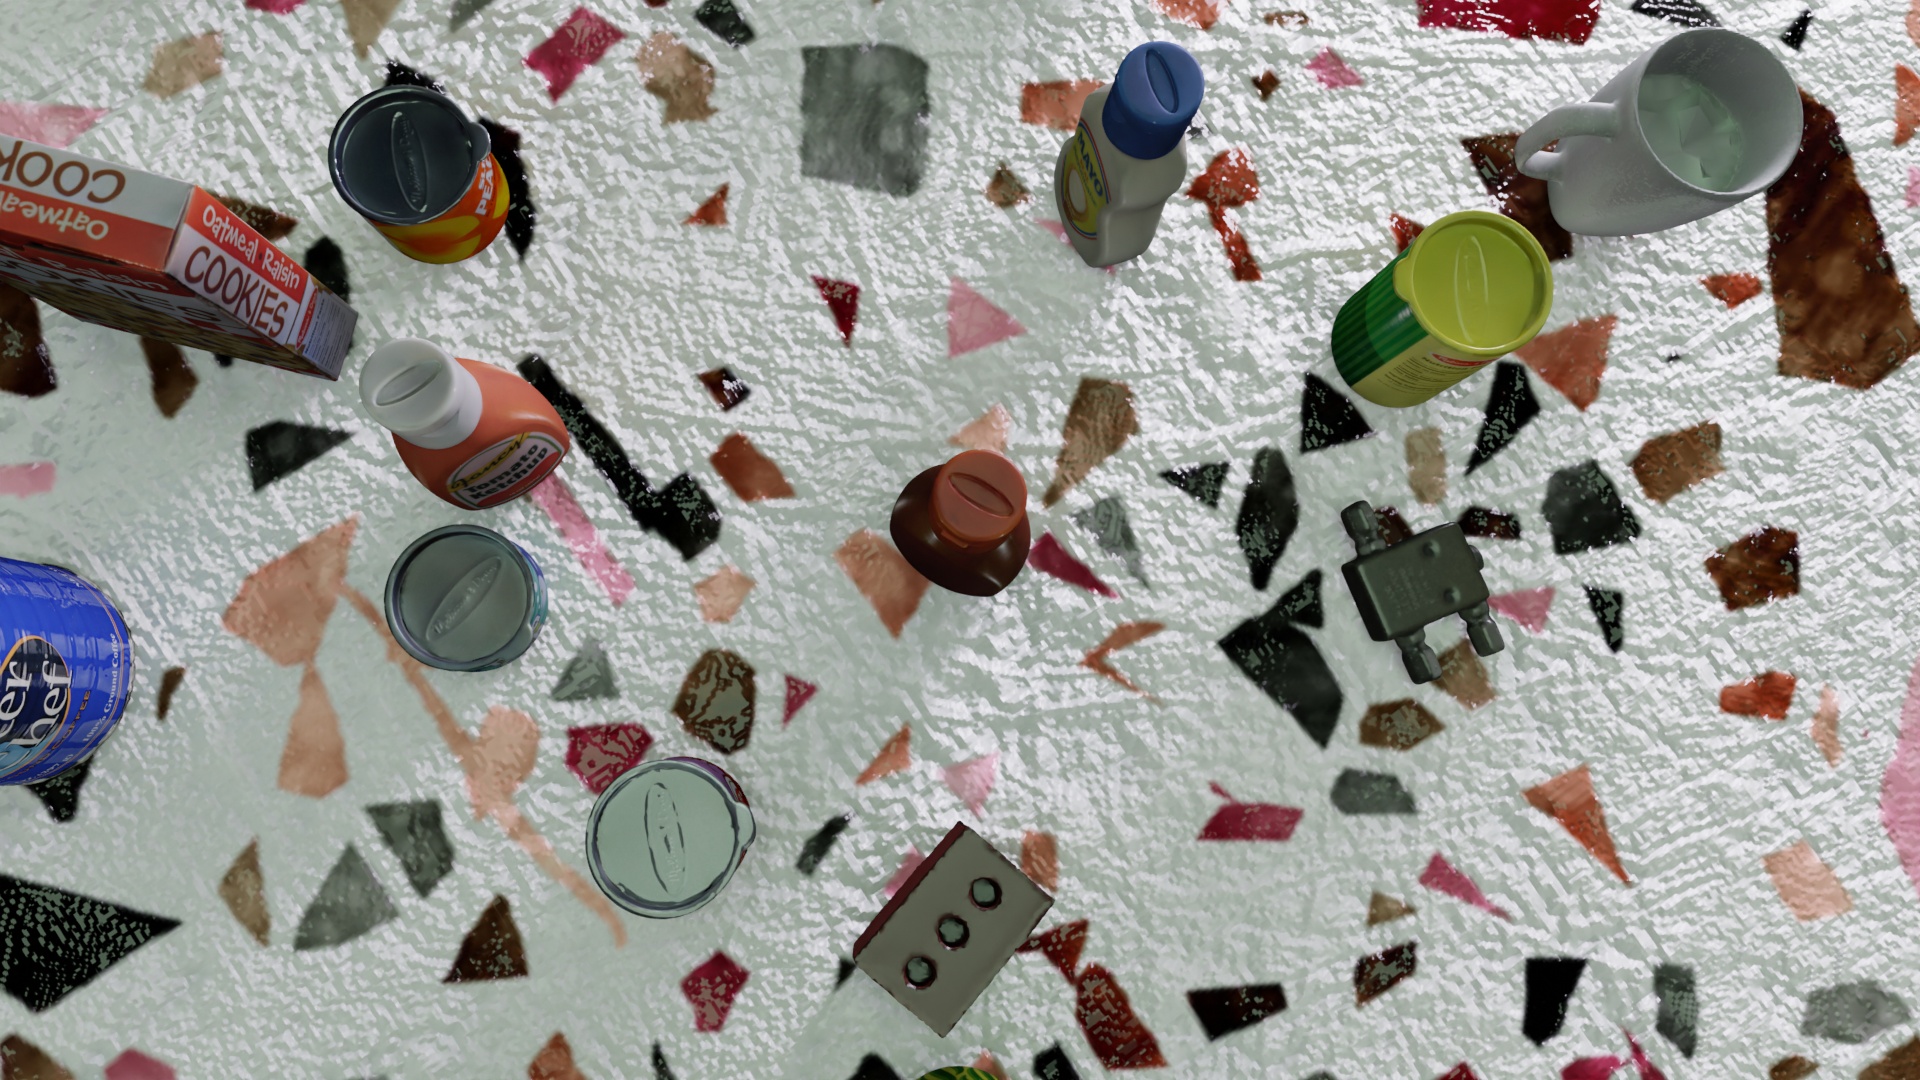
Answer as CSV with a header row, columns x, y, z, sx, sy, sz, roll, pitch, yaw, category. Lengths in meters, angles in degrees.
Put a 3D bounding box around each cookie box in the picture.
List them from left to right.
x,y,z,sx,sy,sz,roll,pitch,yaw,category
-0.345,-0.116,0.577,0.123,0.167,0.040,14,82,-2,cookie box

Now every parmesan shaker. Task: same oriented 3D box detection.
x,y,z,sx,sy,sz,roll,pitch,yaw,category
0.218,-0.105,0.650,0.071,0.103,0.071,1,83,-4,parmesan shaker

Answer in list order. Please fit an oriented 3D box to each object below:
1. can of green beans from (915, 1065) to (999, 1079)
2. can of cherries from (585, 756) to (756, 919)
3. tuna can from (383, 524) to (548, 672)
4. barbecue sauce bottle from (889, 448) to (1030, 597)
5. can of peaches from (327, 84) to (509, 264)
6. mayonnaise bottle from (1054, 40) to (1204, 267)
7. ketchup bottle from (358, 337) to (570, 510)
x,y,z,sx,sy,sz,roll,pitch,yaw,category
0.001,0.269,0.605,0.071,0.057,0.071,1,82,-4,can of green beans
-0.124,0.130,0.614,0.071,0.058,0.071,1,82,-4,can of cherries
-0.222,0.029,0.634,0.071,0.033,0.071,1,82,-4,tuna can
0.002,-0.007,0.597,0.065,0.148,0.044,32,82,0,barbecue sauce bottle
-0.248,-0.169,0.647,0.071,0.058,0.071,1,82,-4,can of peaches
0.075,-0.174,0.626,0.041,0.148,0.065,-18,84,-6,mayonnaise bottle
-0.211,-0.050,0.587,0.065,0.148,0.043,-35,86,-8,ketchup bottle
